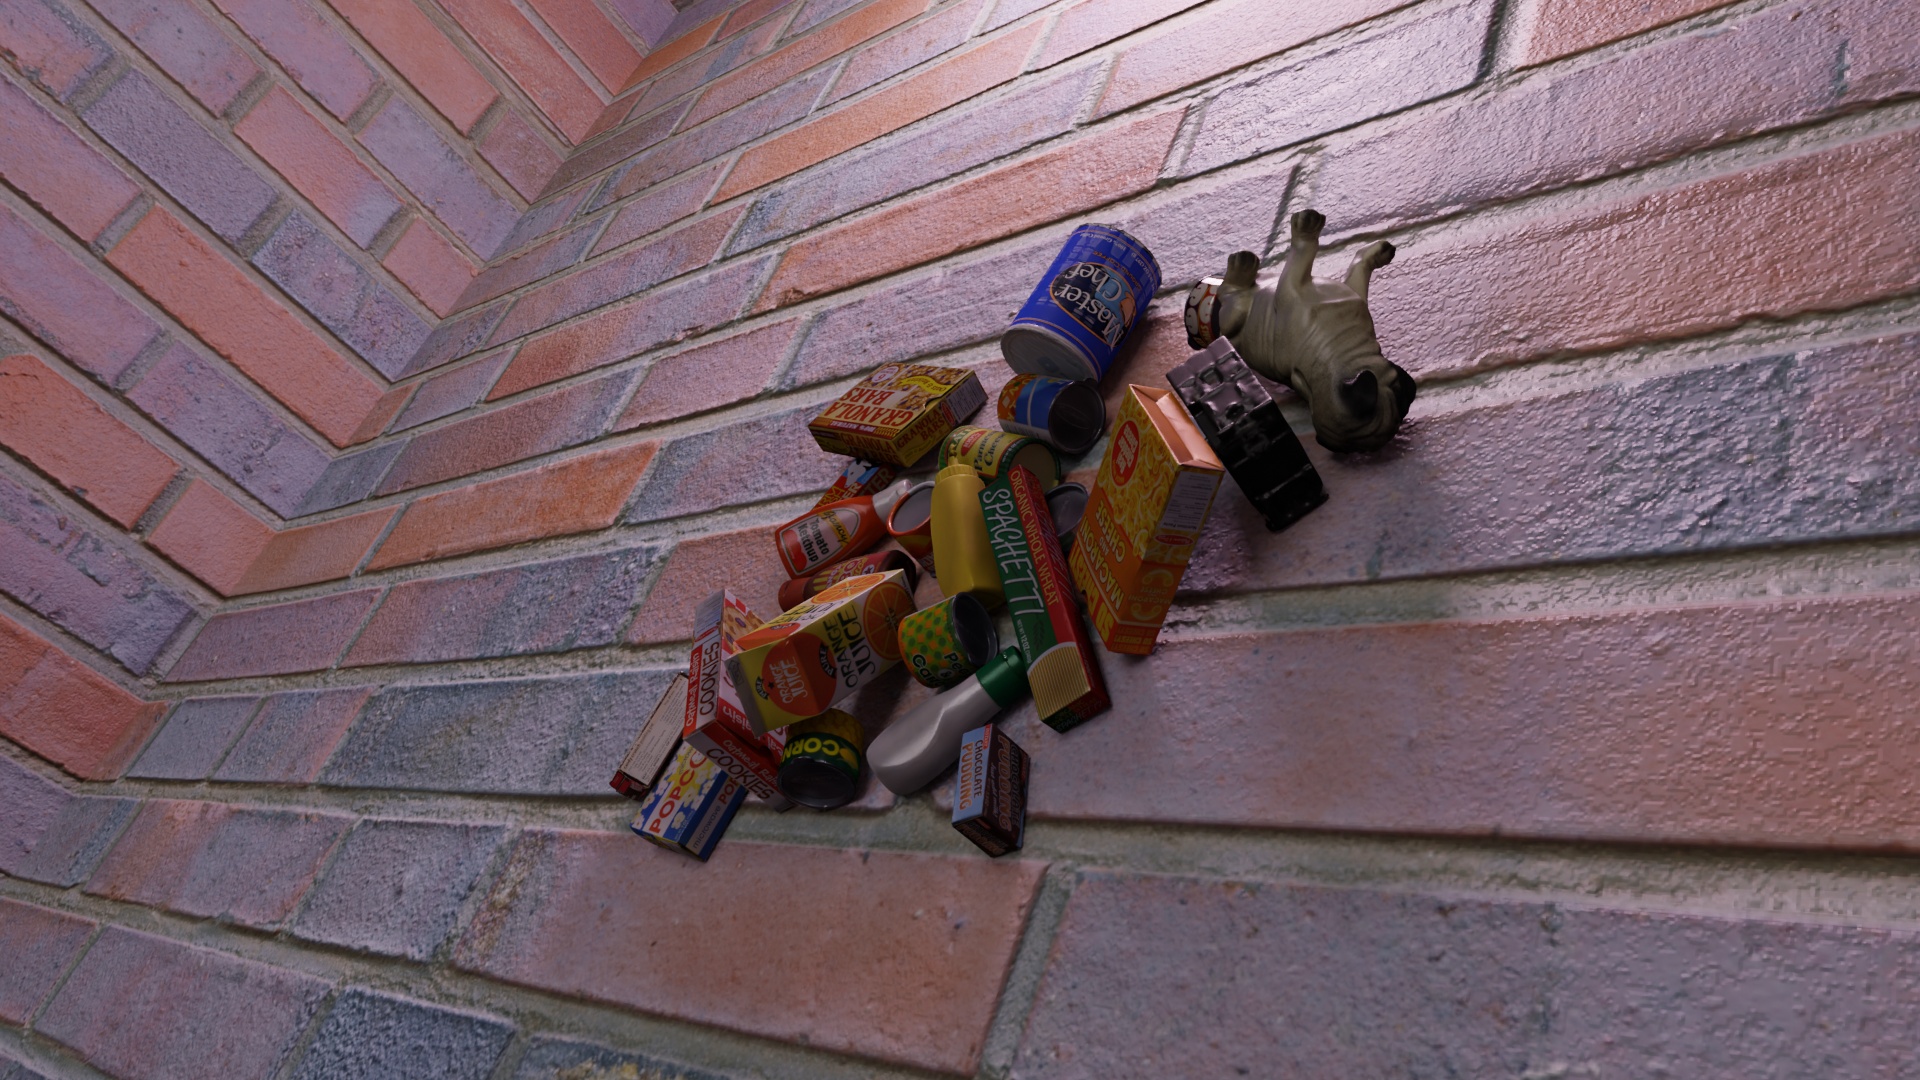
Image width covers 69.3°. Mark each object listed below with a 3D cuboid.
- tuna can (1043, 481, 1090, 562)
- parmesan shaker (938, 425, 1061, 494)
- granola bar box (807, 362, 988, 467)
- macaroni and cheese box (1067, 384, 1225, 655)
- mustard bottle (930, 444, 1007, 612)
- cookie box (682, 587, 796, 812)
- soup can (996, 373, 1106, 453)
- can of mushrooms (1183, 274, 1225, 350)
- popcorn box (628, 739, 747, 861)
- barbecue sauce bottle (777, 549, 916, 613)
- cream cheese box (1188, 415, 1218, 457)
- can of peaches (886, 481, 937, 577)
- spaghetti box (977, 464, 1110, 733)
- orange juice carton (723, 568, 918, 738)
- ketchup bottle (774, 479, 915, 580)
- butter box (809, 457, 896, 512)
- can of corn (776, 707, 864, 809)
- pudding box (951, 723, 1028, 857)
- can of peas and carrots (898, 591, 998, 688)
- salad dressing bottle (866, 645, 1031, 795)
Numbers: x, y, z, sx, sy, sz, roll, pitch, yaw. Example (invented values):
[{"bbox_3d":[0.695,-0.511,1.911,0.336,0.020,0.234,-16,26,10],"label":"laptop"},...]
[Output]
[{"bbox_3d":[0.088,-0.014,1.192,0.071,0.032,0.071,-27,37,23],"label":"tuna can"},{"bbox_3d":[0.038,-0.070,1.278,0.103,0.071,0.071,16,64,53],"label":"parmesan shaker"},{"bbox_3d":[-0.068,-0.136,1.463,0.125,0.039,0.165,-42,31,-24],"label":"granola bar box"},{"bbox_3d":[0.135,-0.016,1.053,0.124,0.040,0.165,-109,31,-55],"label":"macaroni and cheese box"},{"bbox_3d":[0.004,-0.015,1.219,0.048,0.065,0.161,-36,50,36],"label":"mustard bottle"},{"bbox_3d":[-0.183,0.139,1.220,0.040,0.122,0.168,-32,35,18],"label":"cookie box"},{"bbox_3d":[0.084,-0.121,1.285,0.071,0.071,0.084,-52,34,-13],"label":"soup can"},{"bbox_3d":[0.231,-0.197,1.220,0.071,0.071,0.033,-51,35,-11],"label":"can of mushrooms"},{"bbox_3d":[-0.234,0.221,1.258,0.085,0.038,0.127,1,52,48],"label":"popcorn box"},{"bbox_3d":[-0.111,0.048,1.321,0.148,0.043,0.065,-10,47,40],"label":"barbecue sauce bottle"},{"bbox_3d":[0.177,-0.084,1.186,0.053,0.024,0.104,-48,33,-9],"label":"cream cheese box"},{"bbox_3d":[-0.027,-0.011,1.286,0.071,0.058,0.071,-27,36,22],"label":"can of peaches"},{"bbox_3d":[0.063,0.040,1.120,0.050,0.028,0.251,-34,44,20],"label":"spaghetti box"},{"bbox_3d":[-0.119,0.094,1.173,0.073,0.071,0.193,-10,14,41],"label":"orange juice carton"},{"bbox_3d":[-0.109,-0.013,1.378,0.148,0.043,0.065,-26,76,15],"label":"ketchup bottle"},{"bbox_3d":[-0.117,-0.044,1.448,0.104,0.024,0.053,-50,33,-11],"label":"butter box"},{"bbox_3d":[-0.116,0.179,1.154,0.071,0.071,0.058,-24,37,26],"label":"can of corn"},{"bbox_3d":[0.023,0.184,1.022,0.030,0.049,0.084,-24,37,29],"label":"pudding box"},{"bbox_3d":[-0.010,0.085,1.153,0.058,0.071,0.071,-25,37,27],"label":"can of peas and carrots"},{"bbox_3d":[-0.005,0.142,1.106,0.147,0.044,0.064,-38,31,5],"label":"salad dressing bottle"}]
